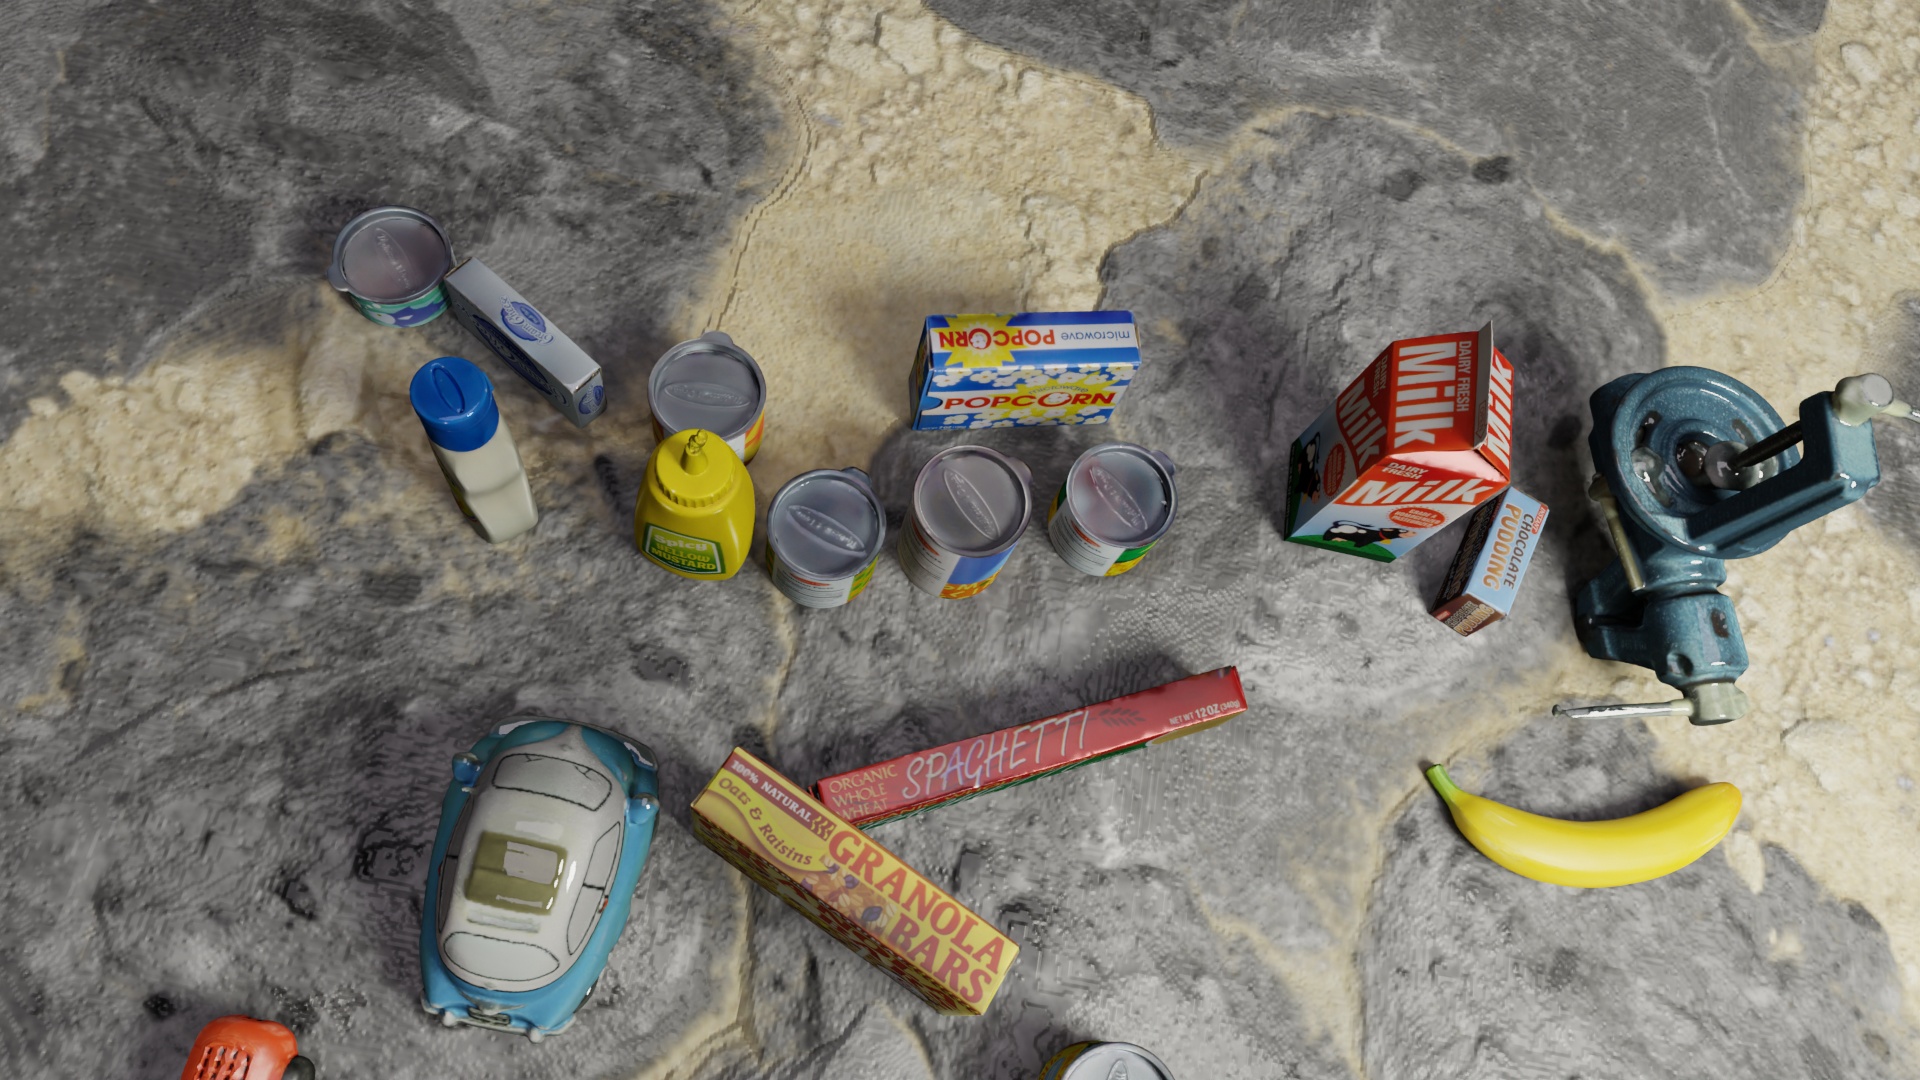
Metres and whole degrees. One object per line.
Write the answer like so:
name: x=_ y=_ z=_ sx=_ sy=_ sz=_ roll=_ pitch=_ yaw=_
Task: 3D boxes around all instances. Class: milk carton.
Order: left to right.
milk carton: x=0.256 y=-0.053 z=0.797 sx=0.073 sy=0.190 sz=0.072 roll=12 pitch=70 yaw=-5

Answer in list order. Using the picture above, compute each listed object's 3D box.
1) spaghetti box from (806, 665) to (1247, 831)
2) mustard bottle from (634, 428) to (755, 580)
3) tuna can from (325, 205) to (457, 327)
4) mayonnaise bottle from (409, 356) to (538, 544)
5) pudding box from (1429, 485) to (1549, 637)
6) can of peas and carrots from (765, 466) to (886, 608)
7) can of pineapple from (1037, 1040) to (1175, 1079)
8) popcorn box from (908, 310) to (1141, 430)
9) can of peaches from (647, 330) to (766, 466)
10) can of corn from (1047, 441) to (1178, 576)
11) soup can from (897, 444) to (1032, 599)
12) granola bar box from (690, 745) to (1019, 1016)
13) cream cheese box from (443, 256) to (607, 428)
spaghetti box: x=0.038 y=0.118 z=0.774 sx=0.251 sy=0.050 sz=0.029 roll=-14 pitch=74 yaw=-14
mustard bottle: x=-0.141 y=-0.023 z=0.735 sx=0.065 sy=0.159 sz=0.049 roll=15 pitch=69 yaw=-4
tuna can: x=-0.335 y=-0.160 z=0.820 sx=0.071 sy=0.032 sz=0.071 roll=3 pitch=70 yaw=-8
mayonnaise bottle: x=-0.257 y=-0.049 z=0.732 sx=0.041 sy=0.147 sz=0.065 roll=-29 pitch=78 yaw=-17
pudding box: x=0.328 y=0.013 z=0.860 sx=0.030 sy=0.049 sz=0.084 roll=30 pitch=69 yaw=2
can of peas and carrots: x=-0.077 y=-0.002 z=0.793 sx=0.071 sy=0.058 sz=0.071 roll=3 pitch=70 yaw=-8
can of pineapple: x=0.073 y=0.291 z=0.714 sx=0.071 sy=0.057 sz=0.071 roll=3 pitch=70 yaw=-8
popcorn box: x=0.036 y=-0.101 z=0.833 sx=0.127 sy=0.085 sz=0.038 roll=-3 pitch=72 yaw=-11
can of peaches: x=-0.146 y=-0.078 z=0.809 sx=0.071 sy=0.058 sz=0.071 roll=3 pitch=70 yaw=-8
can of corn: x=0.091 y=-0.019 z=0.827 sx=0.071 sy=0.058 sz=0.071 roll=3 pitch=70 yaw=-8
soup can: x=0.003 y=-0.010 z=0.796 sx=0.071 sy=0.083 sz=0.071 roll=3 pitch=70 yaw=-8
granola bar box: x=-0.057 y=0.174 z=0.698 sx=0.165 sy=0.123 sz=0.039 roll=35 pitch=69 yaw=4
cream cheese box: x=-0.251 y=-0.114 z=0.807 sx=0.104 sy=0.053 sz=0.024 roll=41 pitch=70 yaw=6
